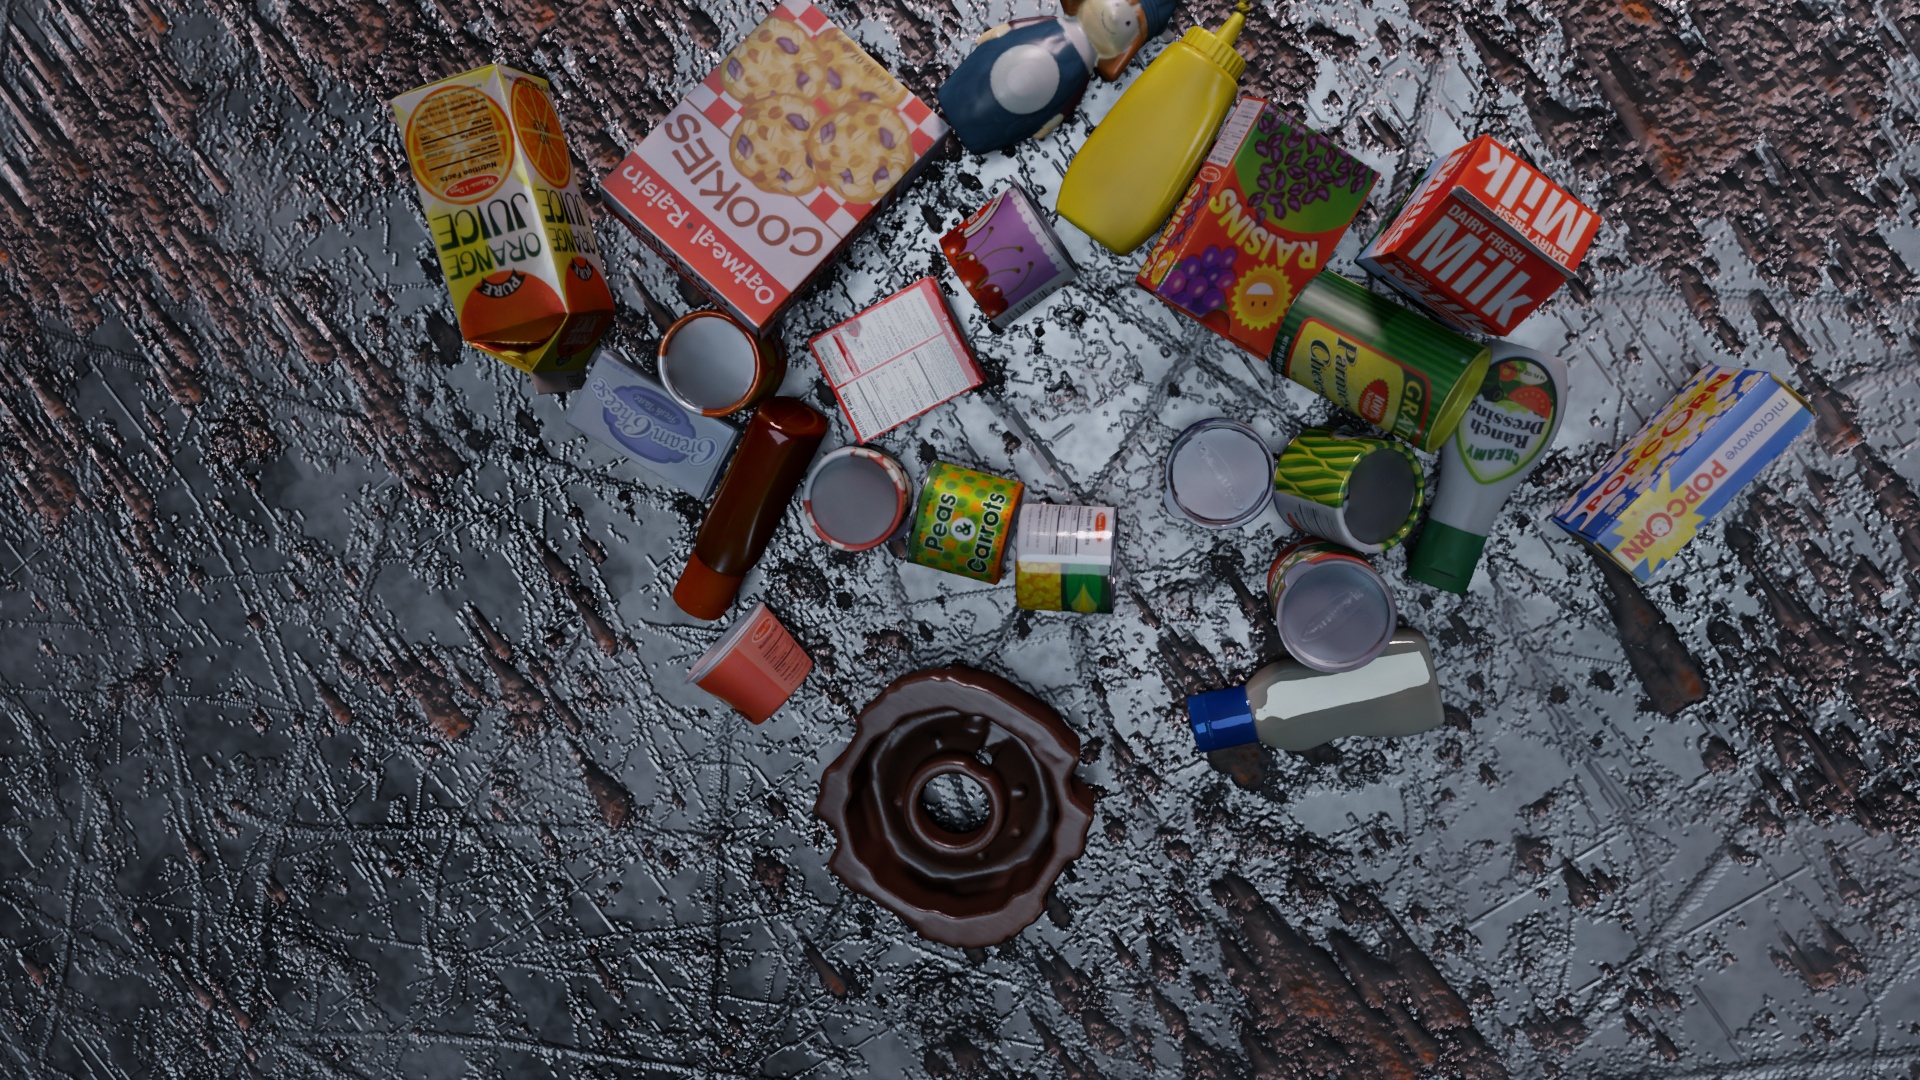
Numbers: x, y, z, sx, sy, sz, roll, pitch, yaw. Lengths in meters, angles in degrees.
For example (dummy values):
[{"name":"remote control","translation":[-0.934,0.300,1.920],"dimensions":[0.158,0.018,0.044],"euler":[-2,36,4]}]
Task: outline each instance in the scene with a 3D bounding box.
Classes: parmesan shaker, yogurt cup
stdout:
[{"name":"parmesan shaker","translation":[0.237,-0.100,0.789],"dimensions":[0.103,0.071,0.071],"euler":[33,104,25]},{"name":"yogurt cup","translation":[-0.132,0.081,0.889],"dimensions":[0.054,0.072,0.072],"euler":[44,103,-10]}]

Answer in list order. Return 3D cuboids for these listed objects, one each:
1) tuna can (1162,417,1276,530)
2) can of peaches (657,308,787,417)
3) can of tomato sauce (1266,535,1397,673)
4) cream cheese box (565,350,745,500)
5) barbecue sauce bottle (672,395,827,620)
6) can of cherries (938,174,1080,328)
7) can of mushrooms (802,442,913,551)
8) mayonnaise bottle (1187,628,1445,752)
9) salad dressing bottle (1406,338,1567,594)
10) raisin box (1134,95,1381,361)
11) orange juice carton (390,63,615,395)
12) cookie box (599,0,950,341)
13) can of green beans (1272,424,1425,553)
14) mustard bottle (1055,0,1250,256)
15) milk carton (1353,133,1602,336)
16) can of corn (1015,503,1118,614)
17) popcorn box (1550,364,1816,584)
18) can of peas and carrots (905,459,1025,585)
[{"name":"tuna can","translation":[0.155,-0.040,0.842],"dimensions":[0.071,0.033,0.071],"euler":[1,100,8]},{"name":"can of peaches","translation":[-0.145,-0.112,0.859],"dimensions":[0.071,0.058,0.071],"euler":[1,100,8]},{"name":"can of tomato sauce","translation":[0.215,0.034,0.821],"dimensions":[0.071,0.083,0.071],"euler":[1,100,8]},{"name":"cream cheese box","translation":[-0.195,-0.074,0.889],"dimensions":[0.104,0.024,0.053],"euler":[30,103,2]},{"name":"barbecue sauce bottle","translation":[-0.136,-0.017,0.874],"dimensions":[0.044,0.065,0.148],"euler":[31,111,3]},{"name":"can of cherries","translation":[0.027,-0.170,0.821],"dimensions":[0.058,0.071,0.071],"euler":[-34,94,14]},{"name":"can of mushrooms","translation":[-0.063,-0.026,0.875],"dimensions":[0.071,0.033,0.071],"euler":[1,99,8]},{"name":"mayonnaise bottle","translation":[0.216,0.098,0.854],"dimensions":[0.148,0.041,0.064],"euler":[-13,97,11]},{"name":"salad dressing bottle","translation":[0.305,-0.042,0.815],"dimensions":[0.064,0.044,0.147],"euler":[19,102,10]},{"name":"raisin box","translation":[0.170,-0.178,0.799],"dimensions":[0.086,0.040,0.123],"euler":[25,104,-22]},{"name":"orange juice carton","translation":[-0.273,-0.184,0.857],"dimensions":[0.073,0.072,0.192],"euler":[-14,97,10]},{"name":"cookie box","translation":[-0.108,-0.219,0.817],"dimensions":[0.123,0.040,0.168],"euler":[42,81,-1]},{"name":"can of green beans","translation":[0.226,-0.030,0.808],"dimensions":[0.071,0.058,0.071],"euler":[-7,105,-25]},{"name":"mustard bottle","translation":[0.121,-0.243,0.804],"dimensions":[0.065,0.049,0.160],"euler":[37,102,2]},{"name":"milk carton","translation":[0.268,-0.157,0.725],"dimensions":[0.072,0.191,0.073],"euler":[37,103,0]},{"name":"can of corn","translation":[0.066,0.013,0.848],"dimensions":[0.058,0.071,0.071],"euler":[2,100,8]},{"name":"popcorn box","translation":[0.403,-0.040,0.781],"dimensions":[0.038,0.085,0.126],"euler":[41,102,-2]},{"name":"can of peas and carrots","translation":[0.003,-0.011,0.849],"dimensions":[0.059,0.071,0.070],"euler":[15,102,5]}]
